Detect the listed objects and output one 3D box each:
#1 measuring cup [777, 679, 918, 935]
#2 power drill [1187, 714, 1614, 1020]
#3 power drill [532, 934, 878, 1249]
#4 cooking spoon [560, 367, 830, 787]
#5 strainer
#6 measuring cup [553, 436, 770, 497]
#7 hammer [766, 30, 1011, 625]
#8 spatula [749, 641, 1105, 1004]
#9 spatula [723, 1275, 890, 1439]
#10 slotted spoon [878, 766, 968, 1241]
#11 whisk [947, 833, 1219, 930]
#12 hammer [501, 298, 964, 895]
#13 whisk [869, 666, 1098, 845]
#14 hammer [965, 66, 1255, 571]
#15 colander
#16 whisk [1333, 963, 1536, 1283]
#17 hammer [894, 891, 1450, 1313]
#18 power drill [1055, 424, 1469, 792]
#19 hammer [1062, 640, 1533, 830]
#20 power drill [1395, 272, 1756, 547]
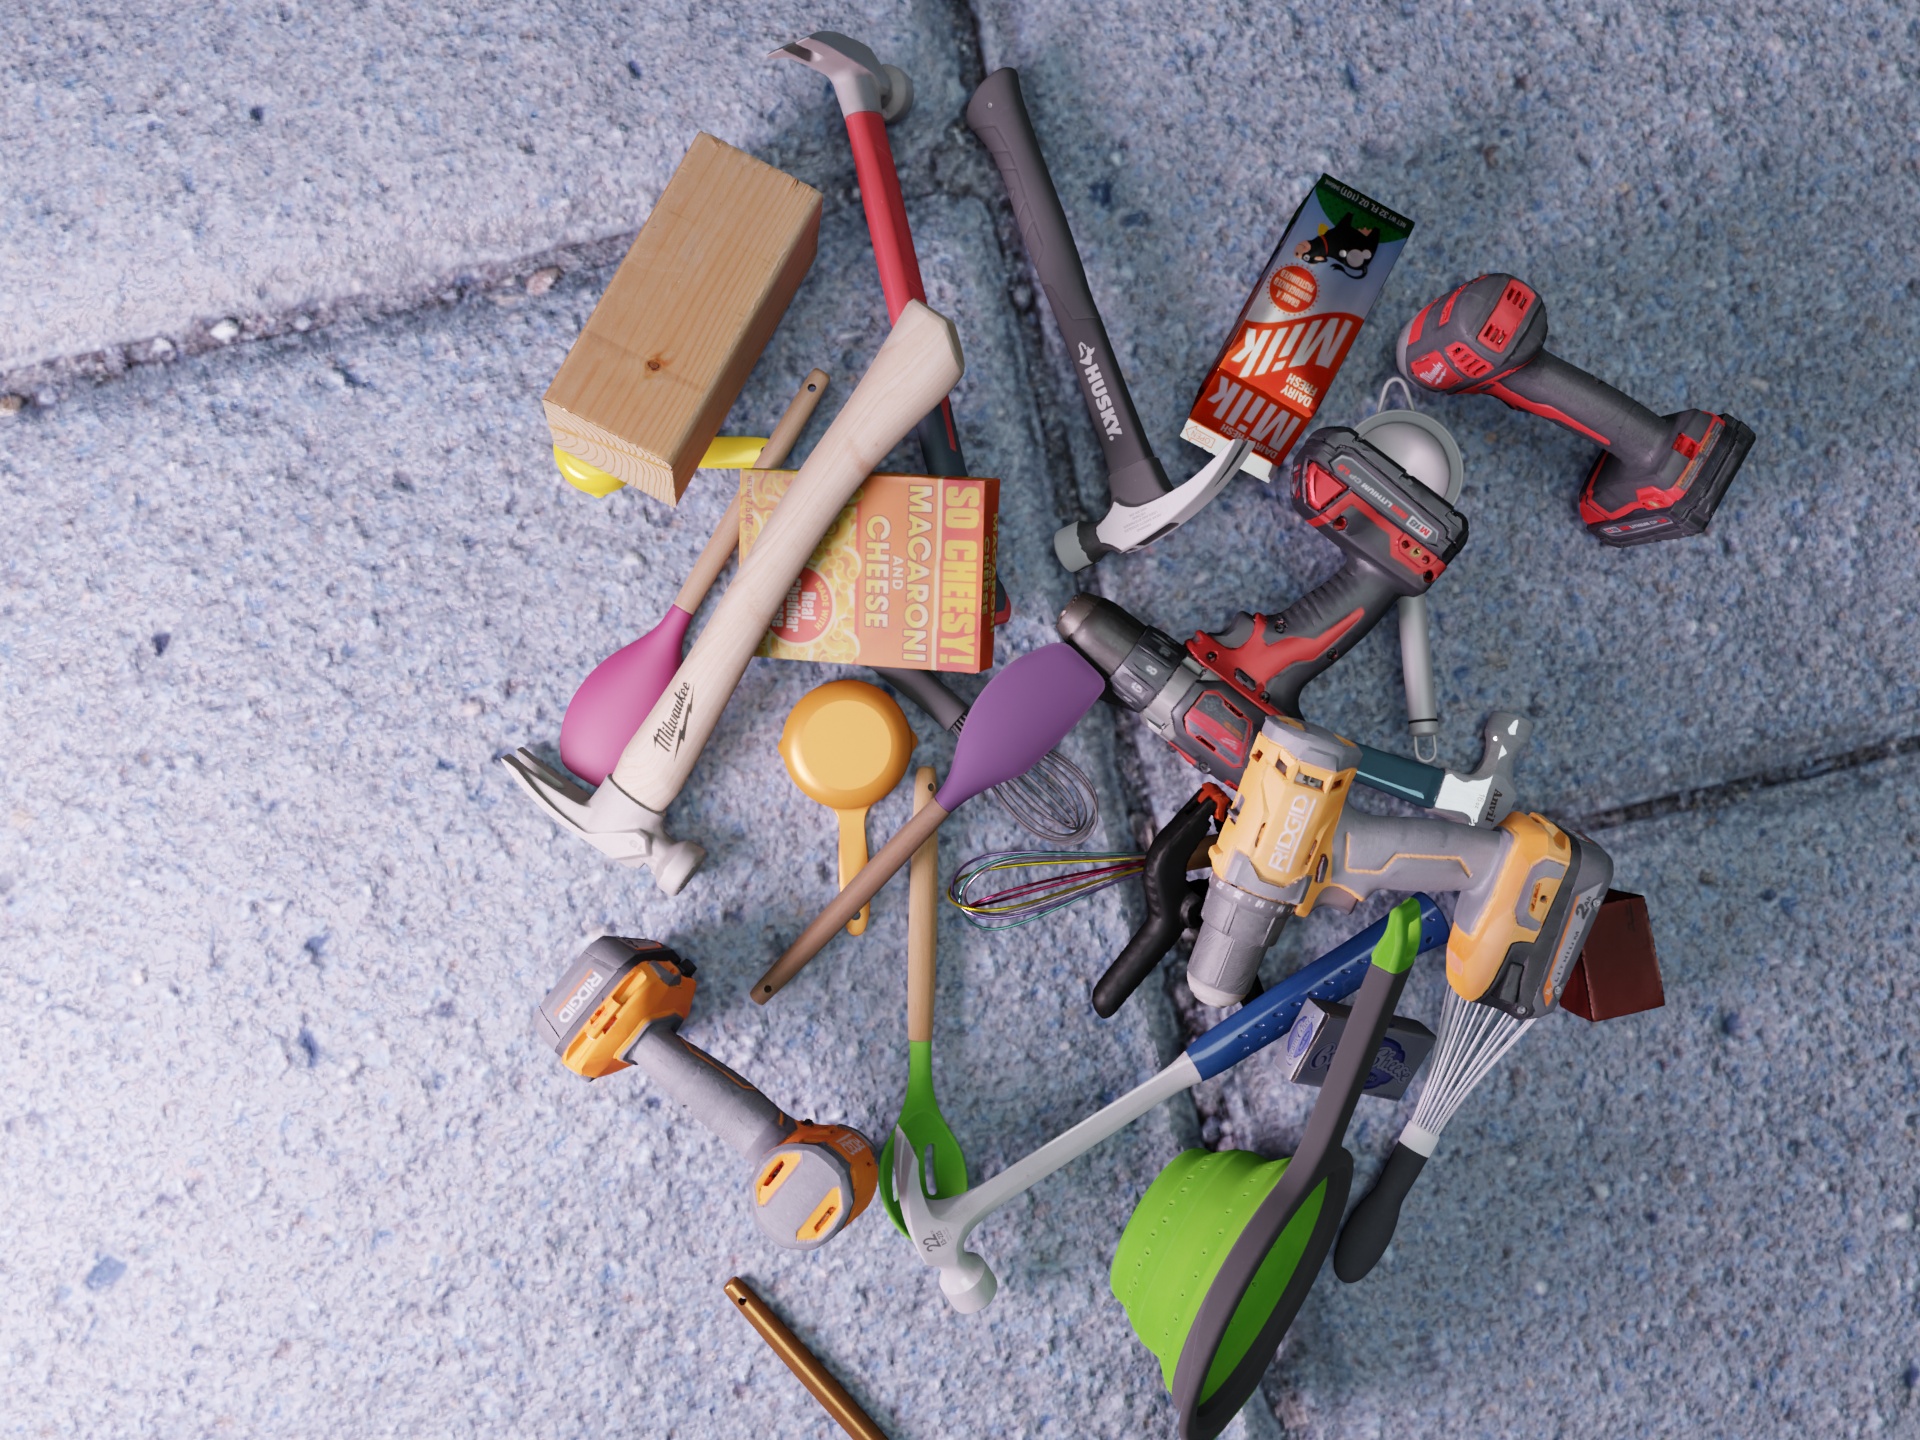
[{"bbox_3d":[-0.073,0.058,1.055,0.095,0.052,0.173,-3,88,-3],"label":"measuring cup"},{"bbox_3d":[0.261,0.115,0.985,0.226,0.084,0.185,18,100,-6],"label":"power drill"},{"bbox_3d":[-0.147,0.236,1.008,0.226,0.164,0.084,38,87,11],"label":"power drill"},{"bbox_3d":[-0.174,-0.097,1.068,0.069,0.017,0.319,31,91,-2],"label":"cooking spoon"},{"bbox_3d":[0.300,-0.099,1.071,0.087,0.050,0.258,-4,82,3],"label":"strainer"},{"bbox_3d":[-0.195,-0.182,1.068,0.156,0.029,0.062,-1,88,-2],"label":"measuring cup"},{"bbox_3d":[-0.035,-0.246,1.036,0.038,0.143,0.386,-12,94,25],"label":"hammer"},{"bbox_3d":[-0.031,0.072,1.038,0.060,0.018,0.316,42,99,-4],"label":"spatula"},{"bbox_3d":[-0.045,0.493,1.050,0.081,0.041,0.322,-42,90,-2],"label":"spatula"},{"bbox_3d":[-0.025,0.188,1.065,0.070,0.031,0.314,4,84,-35],"label":"slotted spoon"},{"bbox_3d":[0.112,0.101,1.068,0.245,0.047,0.051,-9,88,-6],"label":"whisk"},{"bbox_3d":[-0.135,-0.087,1.003,0.146,0.038,0.410,35,105,0],"label":"hammer"},{"bbox_3d":[-0.002,-0.004,1.064,0.239,0.055,0.055,41,87,3],"label":"whisk"},{"bbox_3d":[0.080,-0.279,1.059,0.146,0.035,0.335,-23,83,31],"label":"hammer"},{"bbox_3d":[0.181,0.269,0.986,0.095,0.204,0.397,27,114,29],"label":"colander"},{"bbox_3d":[0.325,0.253,1.068,0.070,0.070,0.284,27,92,-2],"label":"whisk"},{"bbox_3d":[0.141,0.227,1.034,0.405,0.035,0.144,-31,118,-7],"label":"hammer"},{"bbox_3d":[0.191,-0.080,1.022,0.188,0.080,0.226,37,96,1],"label":"power drill"},{"bbox_3d":[0.216,0.008,1.080,0.331,0.033,0.128,19,86,-2],"label":"hammer"},{"bbox_3d":[0.390,-0.206,1.048,0.219,0.143,0.078,31,86,-8],"label":"power drill"}]
